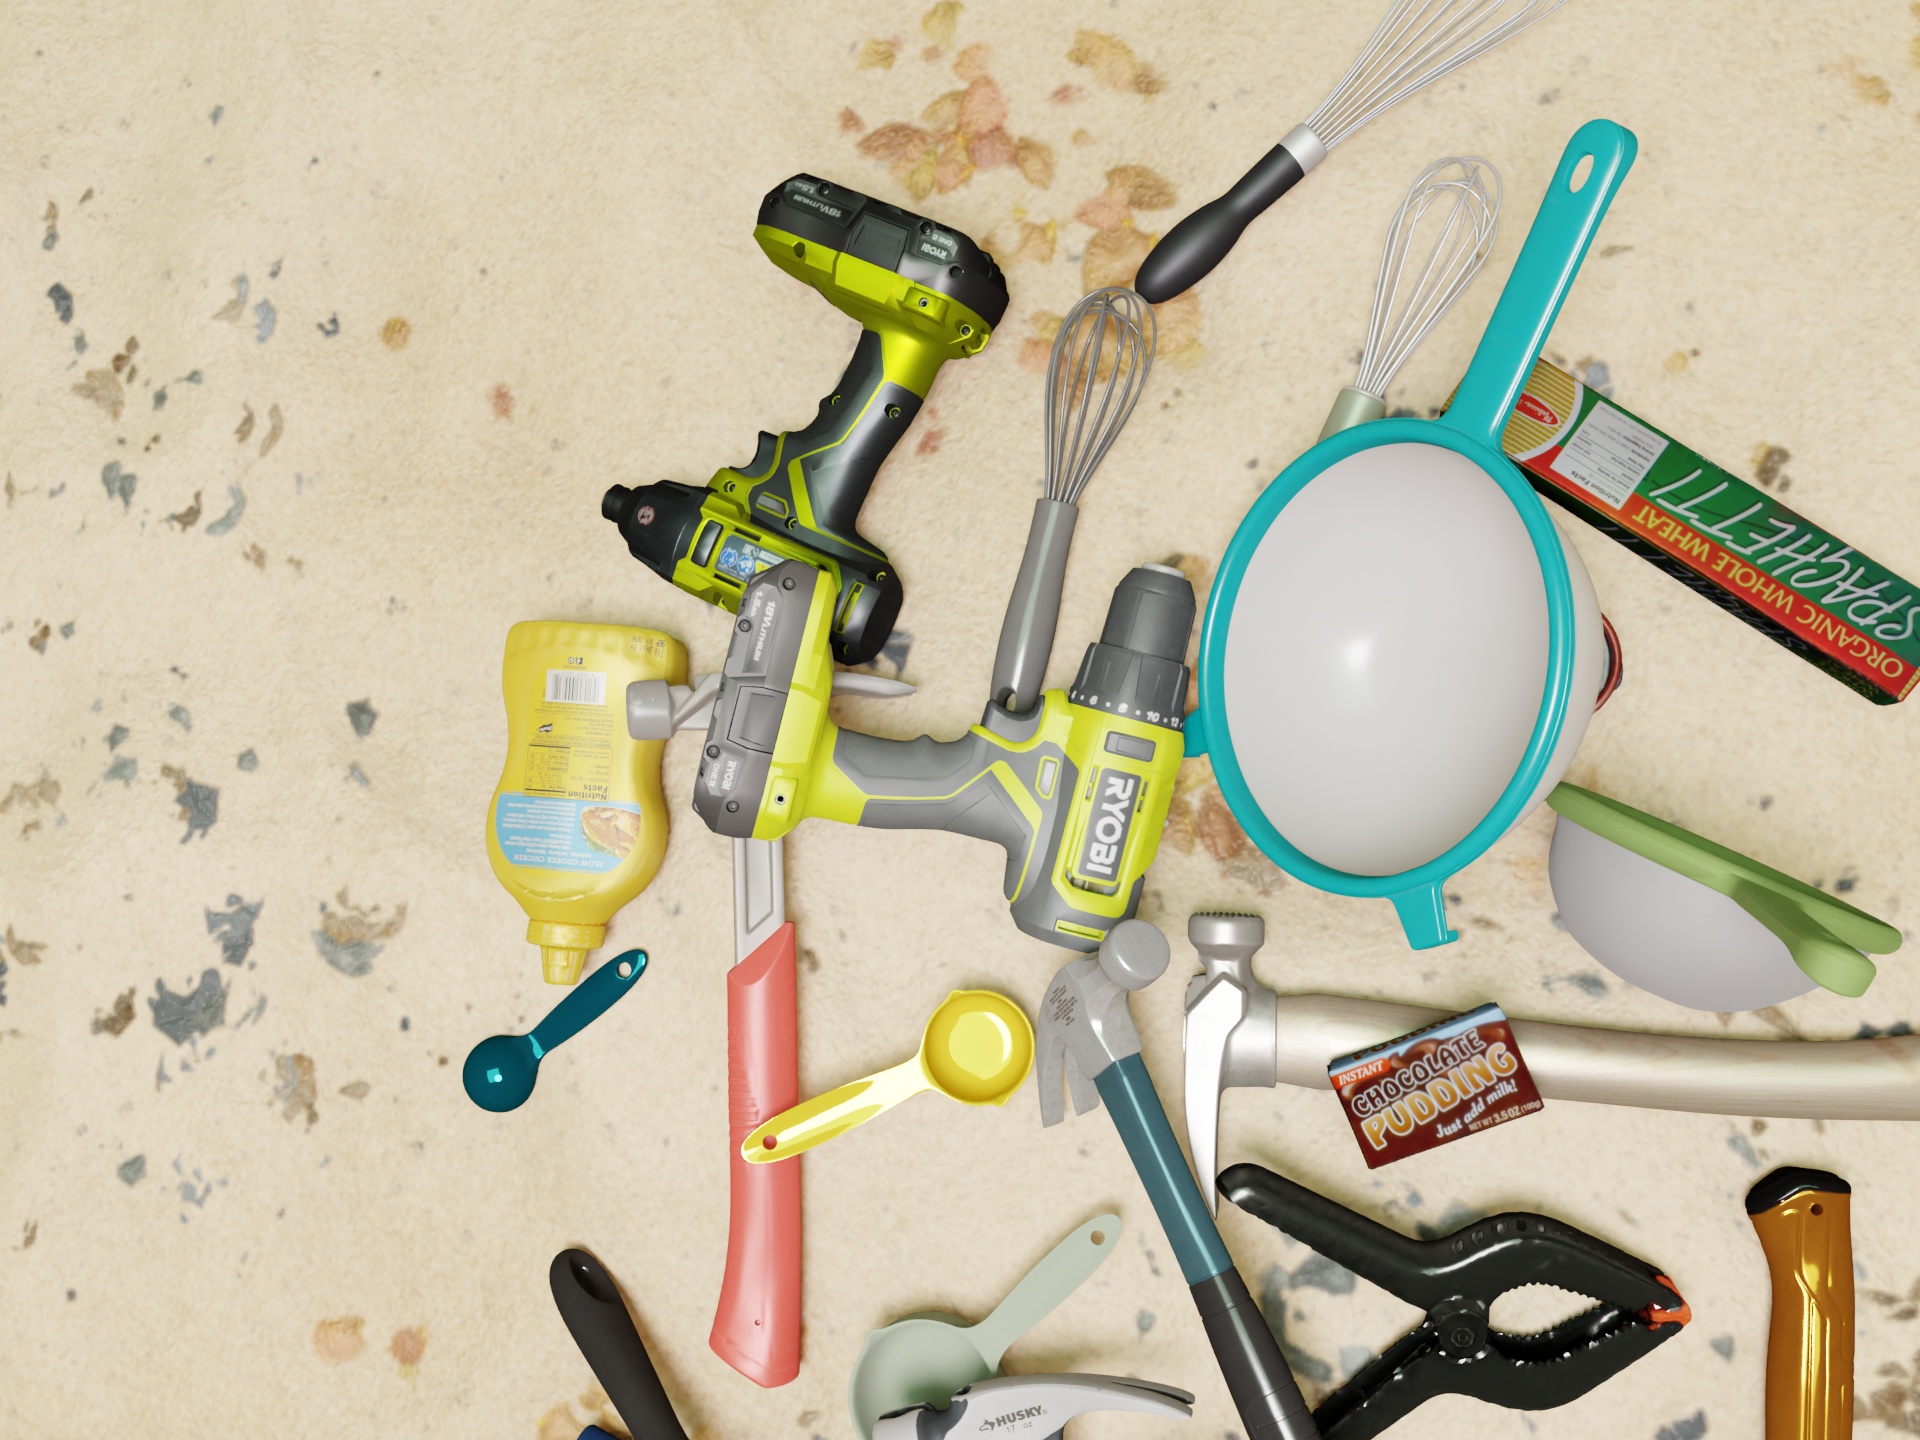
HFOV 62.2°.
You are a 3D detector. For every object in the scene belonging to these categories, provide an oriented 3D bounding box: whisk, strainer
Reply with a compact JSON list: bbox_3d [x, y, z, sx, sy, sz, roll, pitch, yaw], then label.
[{"bbox_3d":[0.200,-0.313,0.809,0.284,0.070,0.070,-41,77,11],"label":"whisk"},{"bbox_3d":[0.205,-0.169,0.798,0.059,0.057,0.246,27,93,48],"label":"whisk"},{"bbox_3d":[-0.128,0.373,0.764,0.073,0.073,0.296,-46,55,4],"label":"whisk"},{"bbox_3d":[0.232,-0.081,0.702,0.211,0.095,0.340,44,121,50],"label":"strainer"},{"bbox_3d":[0.053,-0.110,0.824,0.055,0.055,0.239,14,91,14],"label":"whisk"},{"bbox_3d":[0.304,0.091,0.639,0.151,0.256,0.069,24,100,10],"label":"strainer"}]

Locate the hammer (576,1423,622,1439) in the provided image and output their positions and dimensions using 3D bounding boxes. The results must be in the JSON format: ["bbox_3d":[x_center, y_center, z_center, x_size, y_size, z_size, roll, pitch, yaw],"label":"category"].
[{"bbox_3d":[-0.008,0.428,0.776,0.405,0.035,0.144,14,87,14],"label":"hammer"}]

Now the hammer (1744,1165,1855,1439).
[{"bbox_3d":[0.379,0.370,0.697,0.127,0.034,0.337,2,84,14],"label":"hammer"}]

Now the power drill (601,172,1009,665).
[{"bbox_3d":[-0.083,-0.162,0.844,0.171,0.080,0.223,25,92,13],"label":"power drill"}]

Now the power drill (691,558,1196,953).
[{"bbox_3d":[-0.001,-0.002,0.774,0.228,0.080,0.190,14,92,-7],"label":"power drill"}]

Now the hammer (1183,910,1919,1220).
[{"bbox_3d":[0.310,0.170,0.735,0.410,0.038,0.146,1,85,12],"label":"hammer"}]

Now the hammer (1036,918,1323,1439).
[{"bbox_3d":[0.118,0.260,0.705,0.033,0.128,0.331,-13,67,-28],"label":"hammer"}]

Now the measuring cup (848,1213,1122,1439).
[{"bbox_3d":[0.018,0.301,0.786,0.167,0.038,0.083,-43,77,1],"label":"measuring cup"}]

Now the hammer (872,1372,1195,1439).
[{"bbox_3d":[0.091,0.496,0.710,0.149,0.036,0.409,-20,81,10],"label":"hammer"}]

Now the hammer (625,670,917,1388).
[{"bbox_3d":[-0.092,0.153,0.817,0.149,0.037,0.359,-1,87,-8],"label":"hammer"}]

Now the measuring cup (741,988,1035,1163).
[{"bbox_3d":[-0.037,0.184,0.800,0.156,0.029,0.062,-24,84,-3],"label":"measuring cup"}]

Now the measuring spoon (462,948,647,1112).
[{"bbox_3d":[-0.221,0.166,0.861,0.128,0.021,0.042,-40,77,7],"label":"measuring spoon"}]
